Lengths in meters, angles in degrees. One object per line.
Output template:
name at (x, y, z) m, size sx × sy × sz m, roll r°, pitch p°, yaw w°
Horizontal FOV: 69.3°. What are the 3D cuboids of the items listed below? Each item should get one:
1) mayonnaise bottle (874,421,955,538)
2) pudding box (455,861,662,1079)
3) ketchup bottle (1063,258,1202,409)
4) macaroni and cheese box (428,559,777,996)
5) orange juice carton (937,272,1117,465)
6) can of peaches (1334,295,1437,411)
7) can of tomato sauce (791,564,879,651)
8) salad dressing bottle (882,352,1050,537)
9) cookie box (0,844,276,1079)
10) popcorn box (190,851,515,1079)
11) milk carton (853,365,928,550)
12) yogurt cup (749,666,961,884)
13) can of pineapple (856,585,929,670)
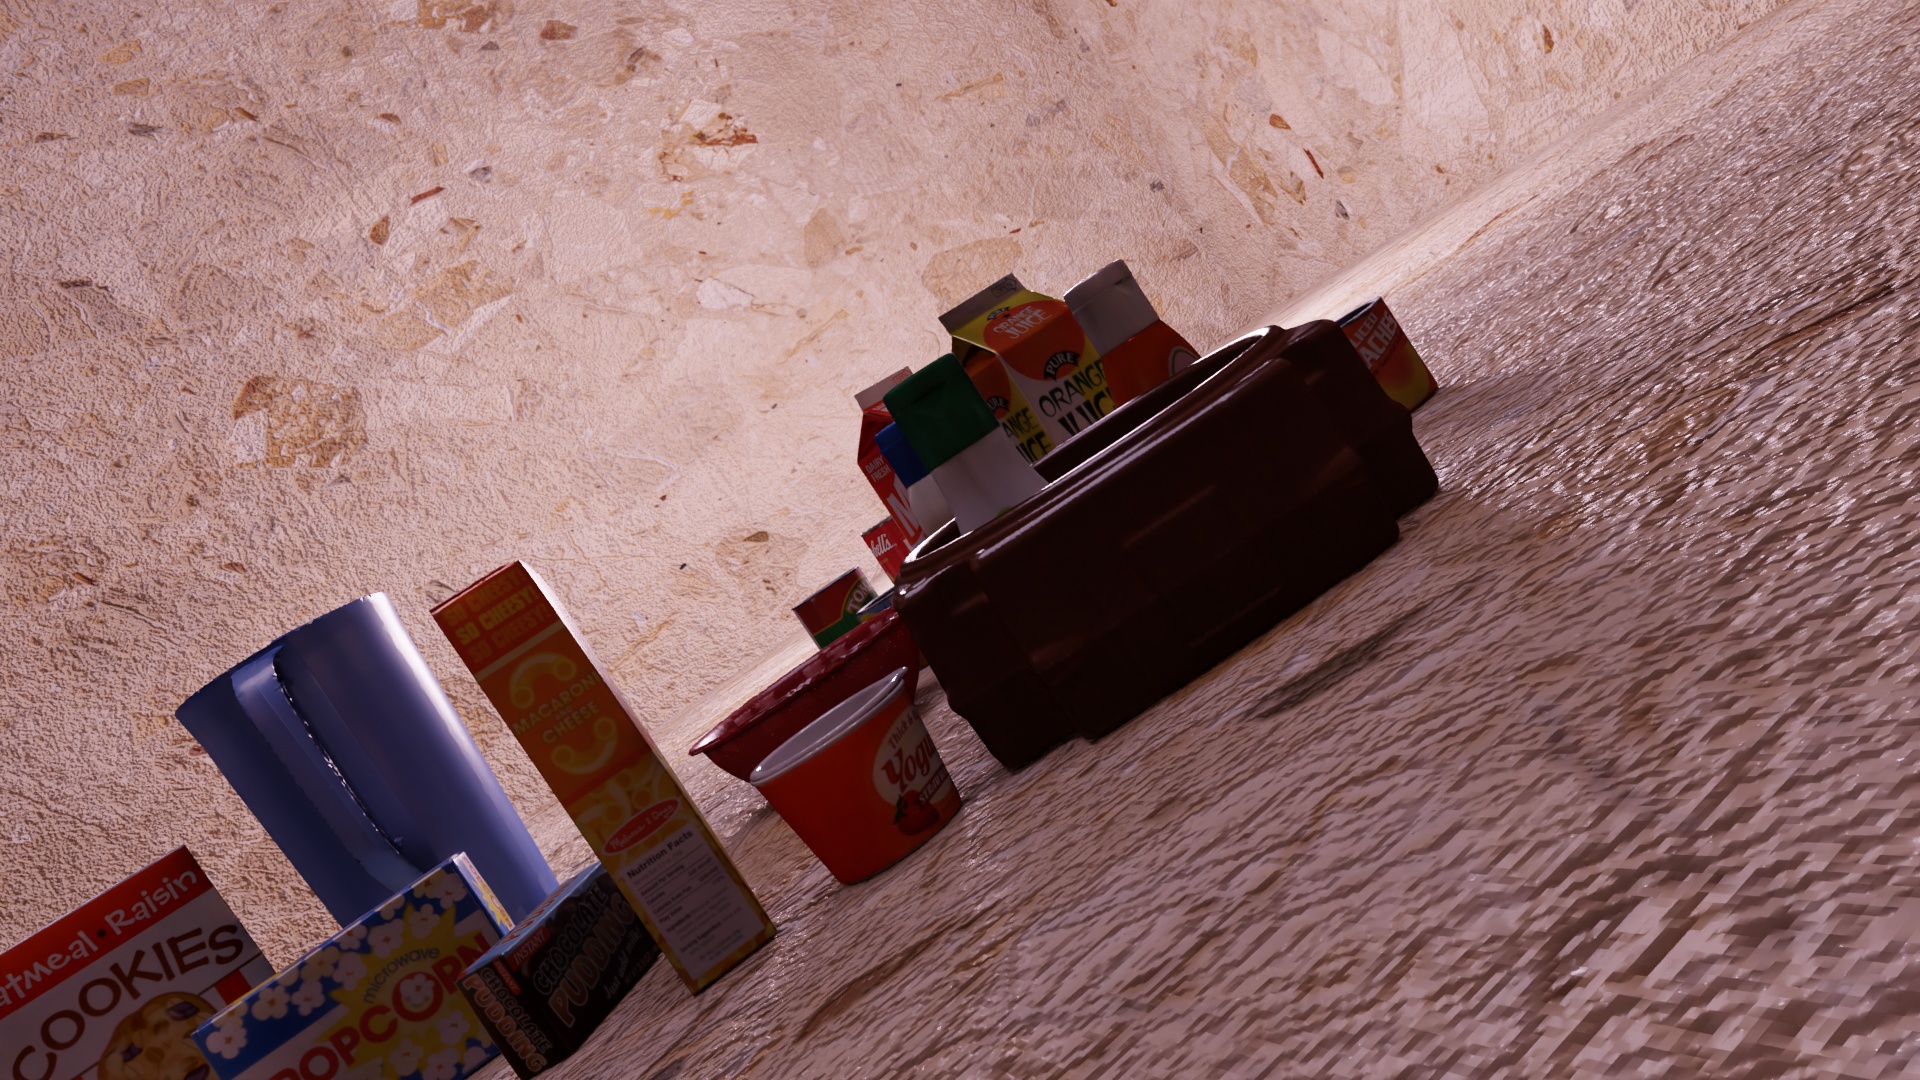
mayonnaise bottle at (0.003, -0.011, 0.839) m, size 0.041 × 0.148 × 0.065 m, roll -33°, pitch 2°, yaw 22°
pudding box at (-0.162, 0.173, 0.568) m, size 0.030 × 0.049 × 0.084 m, roll -33°, pitch 3°, yaw 18°
ketchup bottle at (0.107, -0.073, 0.715) m, size 0.065 × 0.148 × 0.043 m, roll -36°, pitch 3°, yaw -41°
macaroni and cheese box at (-0.140, 0.089, 0.552) m, size 0.040 × 0.166 × 0.123 m, roll -34°, pitch 2°, yaw -15°
orange juice carton at (0.063, -0.080, 0.905) m, size 0.072 × 0.192 × 0.073 m, roll -35°, pitch 3°, yaw -28°
can of peaches at (0.211, -0.088, 0.737) m, size 0.071 × 0.058 × 0.071 m, roll -33°, pitch 3°, yaw 2°
can of tomato sauce at (-0.087, 0.071, 1.135) m, size 0.071 × 0.083 × 0.071 m, roll -34°, pitch 2°, yaw 2°
salad dressing bottle at (0.022, -0.008, 0.583) m, size 0.064 × 0.147 × 0.044 m, roll -33°, pitch 2°, yaw 3°
cookie box at (-0.415, 0.262, 0.716) m, size 0.123 × 0.167 × 0.040 m, roll -36°, pitch 3°, yaw -41°
popcorn box at (-0.257, 0.212, 0.622) m, size 0.127 × 0.085 × 0.038 m, roll -34°, pitch 2°, yaw -14°
milk carton at (-0.008, -0.040, 1.043) m, size 0.073 × 0.190 × 0.073 m, roll -32°, pitch 3°, yaw 42°
yogurt cup at (-0.036, 0.090, 0.517) m, size 0.072 × 0.054 × 0.072 m, roll -33°, pitch 3°, yaw 2°
can of pineapple at (-0.033, 0.058, 1.000) m, size 0.071 × 0.058 × 0.071 m, roll -33°, pitch 3°, yaw 2°
